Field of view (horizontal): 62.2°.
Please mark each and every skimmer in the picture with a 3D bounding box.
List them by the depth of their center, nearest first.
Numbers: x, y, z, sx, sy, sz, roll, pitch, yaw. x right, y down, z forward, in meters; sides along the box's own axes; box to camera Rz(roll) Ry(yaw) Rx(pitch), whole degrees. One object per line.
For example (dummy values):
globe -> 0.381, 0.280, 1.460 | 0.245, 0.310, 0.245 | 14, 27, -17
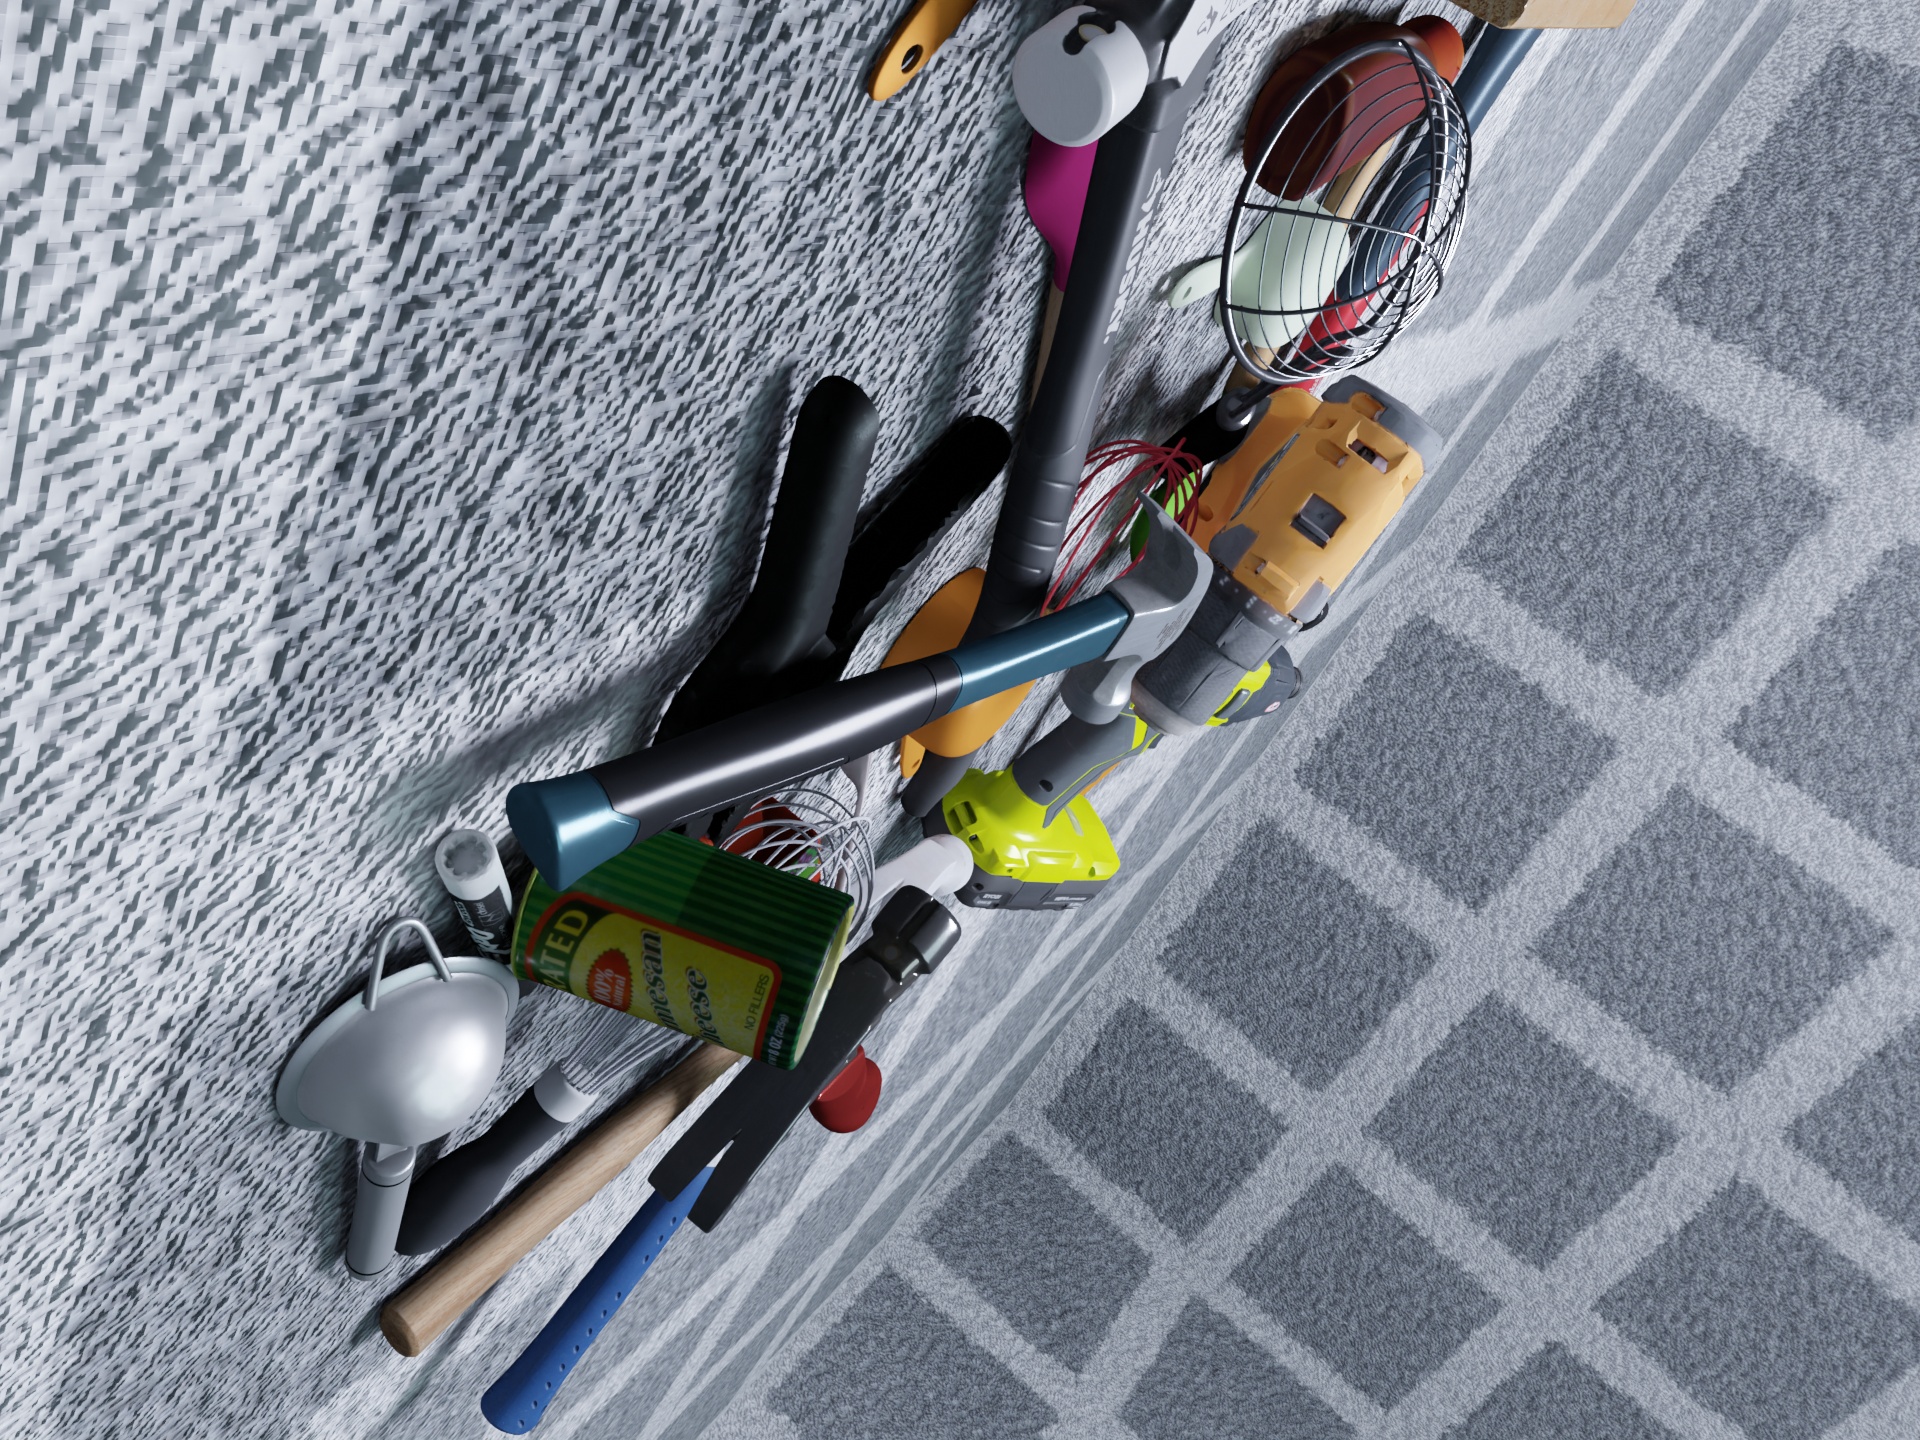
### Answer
skimmer -> 0.125, -0.178, 0.722 | 0.127, 0.090, 0.363 | -47, -176, -8

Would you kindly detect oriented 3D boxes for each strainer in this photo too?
strainer -> -0.209, 0.160, 0.589 | 0.087, 0.050, 0.258 | -20, 152, -37

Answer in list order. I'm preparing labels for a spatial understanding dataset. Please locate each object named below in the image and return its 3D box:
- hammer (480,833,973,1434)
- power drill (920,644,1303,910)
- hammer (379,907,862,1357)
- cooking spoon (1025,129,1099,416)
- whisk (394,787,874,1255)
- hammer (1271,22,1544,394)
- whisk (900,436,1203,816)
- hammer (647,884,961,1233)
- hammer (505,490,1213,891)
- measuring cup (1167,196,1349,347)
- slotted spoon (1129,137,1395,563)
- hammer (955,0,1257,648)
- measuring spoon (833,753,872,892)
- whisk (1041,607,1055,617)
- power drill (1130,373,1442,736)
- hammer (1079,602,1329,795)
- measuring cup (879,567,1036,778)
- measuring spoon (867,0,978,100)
hammer -> -0.134, 0.229, 0.864 | 0.405, 0.035, 0.144 | -53, 171, 7
power drill -> 0.093, 0.021, 0.961 | 0.171, 0.080, 0.223 | 8, 136, -41
hammer -> -0.174, 0.220, 0.868 | 0.331, 0.031, 0.130 | -38, 161, -43
cooking spoon -> 0.042, -0.156, 0.629 | 0.069, 0.017, 0.318 | -46, 164, -22
whisk -> -0.140, 0.132, 0.655 | 0.284, 0.070, 0.070 | -43, 168, 13
hammer -> 0.233, -0.261, 0.948 | 0.143, 0.038, 0.386 | -33, 157, -49
whisk -> 0.036, -0.040, 0.841 | 0.073, 0.073, 0.295 | -36, 166, -48
hammer -> -0.066, 0.177, 0.759 | 0.149, 0.037, 0.359 | -48, 171, -16
hammer -> -0.018, -0.008, 0.580 | 0.331, 0.033, 0.128 | -22, 154, -43
measuring cup -> 0.146, -0.212, 0.781 | 0.167, 0.038, 0.083 | -36, 160, -54
slotted spoon -> 0.168, -0.207, 0.896 | 0.070, 0.031, 0.313 | -41, 162, -56
hammer -> 0.043, -0.124, 0.582 | 0.146, 0.035, 0.334 | -49, 164, -34
measuring spoon -> -0.059, 0.058, 0.761 | 0.034, 0.018, 0.124 | 166, -65, -89
whisk -> 0.080, -0.045, 0.997 | 0.047, 0.051, 0.245 | -48, 164, 11
power drill -> 0.153, -0.086, 0.814 | 0.185, 0.084, 0.226 | -54, -178, 13
hammer -> 0.101, 0.019, 1.090 | 0.336, 0.034, 0.127 | -44, 160, 31
measuring cup -> -0.001, -0.003, 0.810 | 0.095, 0.052, 0.173 | -44, 163, -28
measuring spoon -> 0.015, -0.208, 0.424 | 0.117, 0.011, 0.021 | -50, 166, -5
